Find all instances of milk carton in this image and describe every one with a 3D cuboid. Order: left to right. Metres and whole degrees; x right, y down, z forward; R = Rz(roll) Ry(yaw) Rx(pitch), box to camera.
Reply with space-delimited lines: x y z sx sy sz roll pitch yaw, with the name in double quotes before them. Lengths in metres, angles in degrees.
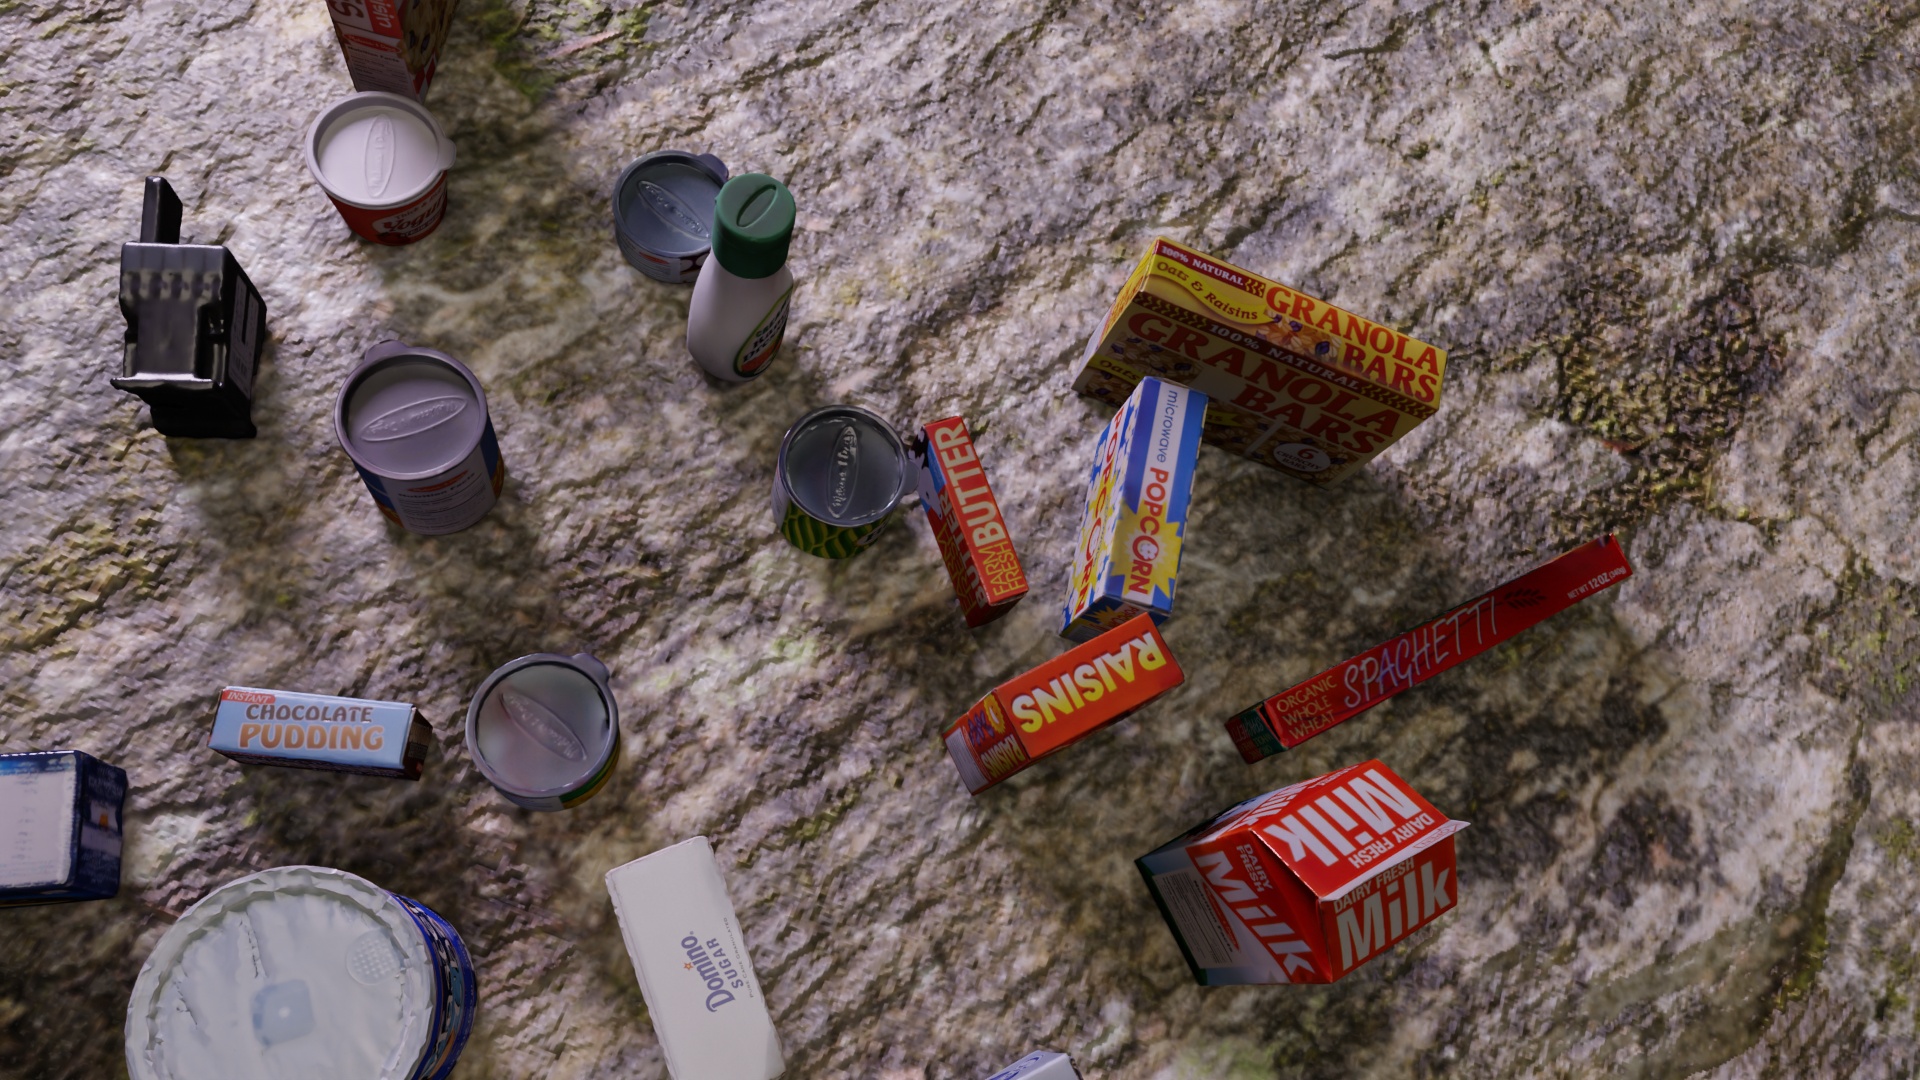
"milk carton" 0.156 0.155 0.637 0.072 0.190 0.073 -24 79 -18

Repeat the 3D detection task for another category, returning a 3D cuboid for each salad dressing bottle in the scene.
"salad dressing bottle" -0.108 -0.129 0.697 0.044 0.147 0.064 36 69 1

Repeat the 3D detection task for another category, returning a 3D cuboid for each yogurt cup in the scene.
"yogurt cup" -0.300 -0.191 0.724 0.072 0.053 0.072 4 71 -11

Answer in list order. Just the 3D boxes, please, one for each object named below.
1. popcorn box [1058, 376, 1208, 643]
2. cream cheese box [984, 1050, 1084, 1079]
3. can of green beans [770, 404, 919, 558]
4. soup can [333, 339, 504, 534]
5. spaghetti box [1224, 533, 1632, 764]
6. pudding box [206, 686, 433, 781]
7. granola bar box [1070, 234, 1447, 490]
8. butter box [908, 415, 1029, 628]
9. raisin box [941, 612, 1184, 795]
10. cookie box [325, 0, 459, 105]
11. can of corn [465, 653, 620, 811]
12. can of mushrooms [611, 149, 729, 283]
"popcorn box" 0.091 -0.012 0.735 0.038 0.085 0.127 16 69 -7
"cream cheese box" 0.005 0.269 0.639 0.104 0.053 0.024 -23 78 -18
"can of green beans" -0.064 -0.029 0.721 0.071 0.057 0.071 4 71 -11
"soup can" -0.259 -0.048 0.670 0.071 0.083 0.071 4 71 -11
"spaghetti box" 0.261 0.058 0.768 0.251 0.050 0.029 -22 78 -18
"pudding box" -0.291 0.089 0.635 0.084 0.049 0.030 8 71 -10
"granola bar box" 0.158 -0.093 0.756 0.165 0.123 0.039 21 69 -5
"butter box" 0.003 -0.009 0.732 0.024 0.053 0.103 -17 76 -17
"raisin box" 0.046 0.082 0.673 0.086 0.123 0.040 -24 79 -19
"cookie box" -0.288 -0.324 0.711 0.040 0.167 0.123 13 70 -8
"can of corn" -0.192 0.090 0.652 0.071 0.058 0.071 4 71 -11
"can of mushrooms" -0.156 -0.179 0.764 0.071 0.033 0.071 4 71 -11
